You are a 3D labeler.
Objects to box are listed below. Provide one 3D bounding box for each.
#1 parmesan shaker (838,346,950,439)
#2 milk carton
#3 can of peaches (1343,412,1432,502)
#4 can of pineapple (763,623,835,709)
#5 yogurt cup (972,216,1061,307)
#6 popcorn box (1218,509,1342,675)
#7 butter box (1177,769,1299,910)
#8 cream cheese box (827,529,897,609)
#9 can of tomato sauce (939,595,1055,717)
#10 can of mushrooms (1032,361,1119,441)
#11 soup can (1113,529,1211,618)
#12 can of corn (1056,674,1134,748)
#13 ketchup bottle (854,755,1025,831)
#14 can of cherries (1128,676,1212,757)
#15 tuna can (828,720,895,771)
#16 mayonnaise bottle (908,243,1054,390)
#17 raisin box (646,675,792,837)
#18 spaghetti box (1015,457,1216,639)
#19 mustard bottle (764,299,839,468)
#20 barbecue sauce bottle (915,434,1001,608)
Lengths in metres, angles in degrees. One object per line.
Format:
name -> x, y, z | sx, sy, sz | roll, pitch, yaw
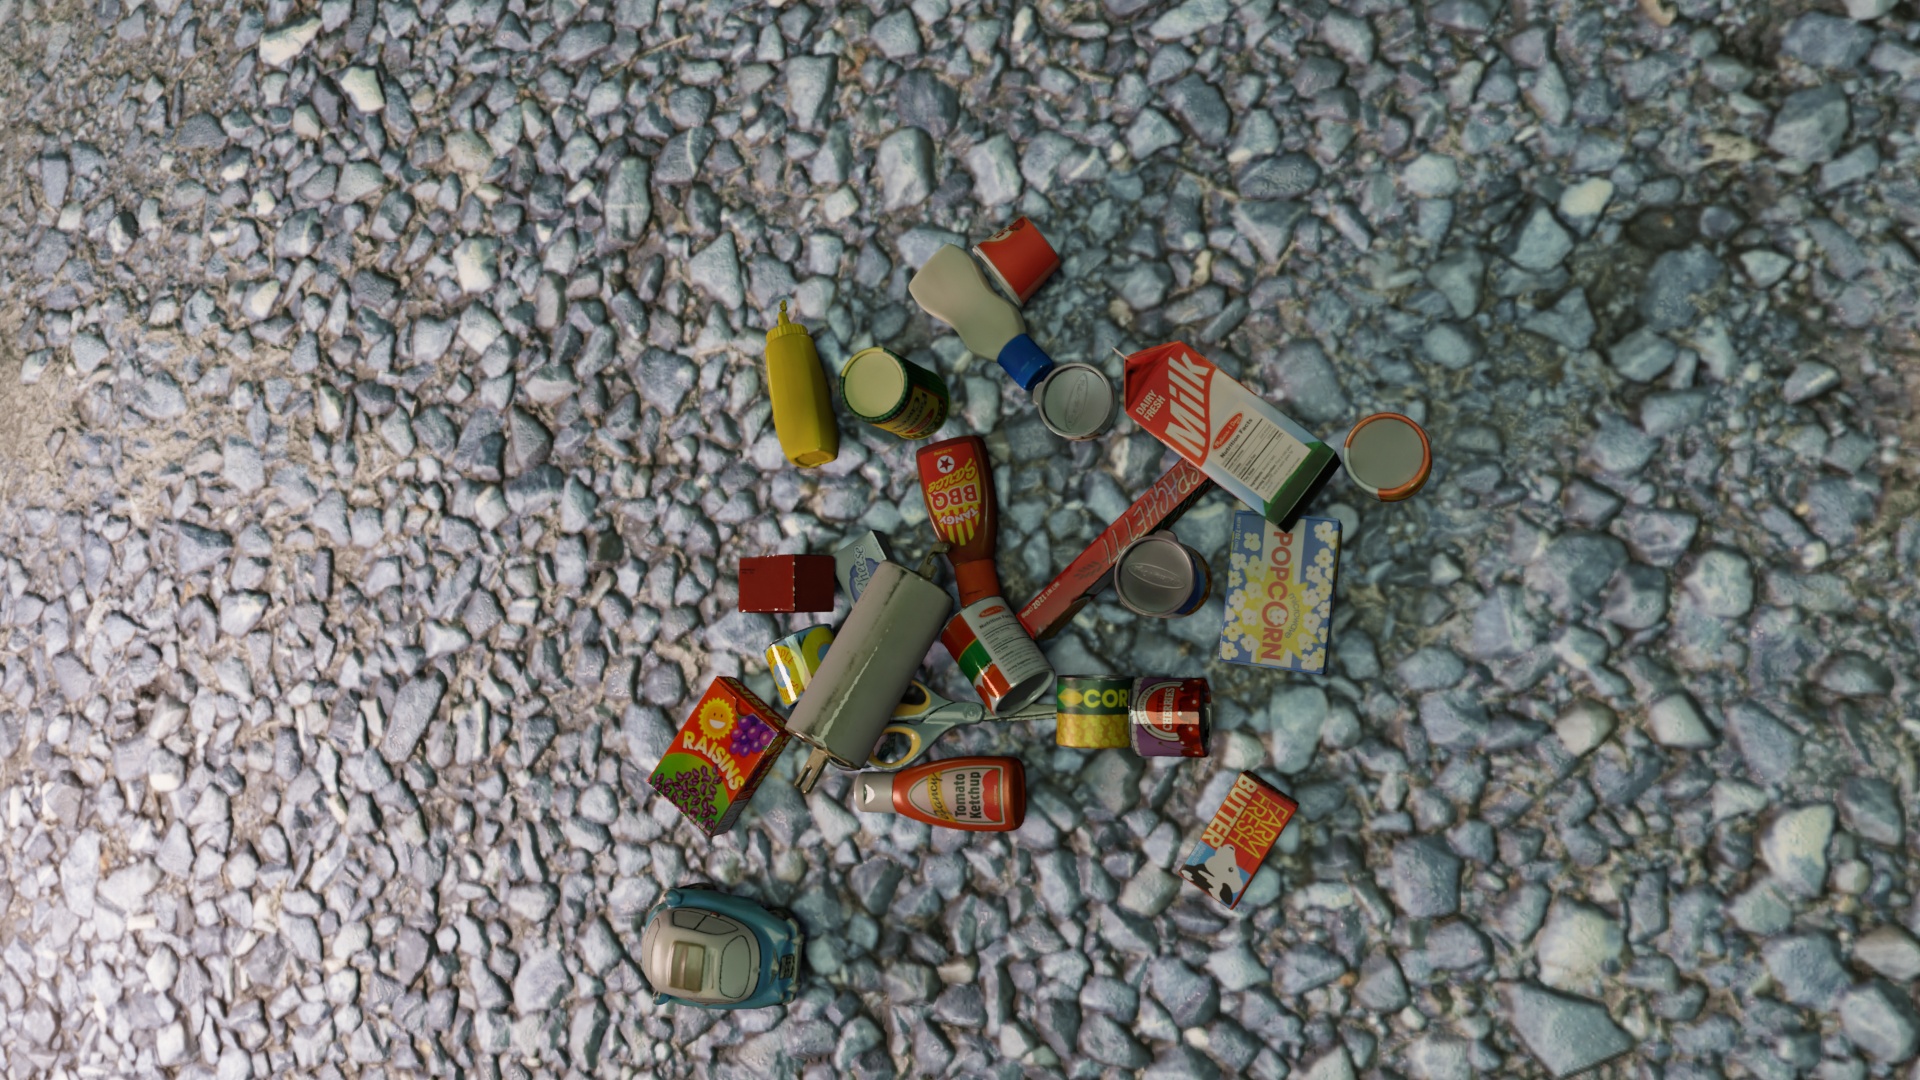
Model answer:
parmesan shaker -> -0.060, -0.127, 1.231 | 0.071, 0.103, 0.071 | -2, 86, 20
milk carton -> 0.200, -0.093, 1.098 | 0.191, 0.072, 0.073 | 39, 98, 18
can of peaches -> 0.342, -0.068, 1.105 | 0.071, 0.058, 0.071 | -2, 85, 20
can of pineapple -> -0.139, 0.115, 1.256 | 0.071, 0.071, 0.058 | -27, 77, 16
yogurt cup -> 0.052, -0.248, 1.223 | 0.054, 0.072, 0.072 | -39, 74, 5
popcorn box -> 0.262, 0.042, 1.135 | 0.085, 0.038, 0.126 | 6, 88, 21
butter box -> 0.228, 0.244, 1.137 | 0.053, 0.024, 0.103 | 33, 97, 20
cream cheese box -> -0.074, 0.048, 1.263 | 0.053, 0.024, 0.104 | -32, 75, 16
can of tomato sauce -> 0.032, 0.100, 1.190 | 0.071, 0.071, 0.083 | -42, 64, 12
can of mushrooms -> 0.101, -0.121, 1.210 | 0.071, 0.033, 0.071 | -1, 86, 20
soup can -> 0.169, 0.029, 1.145 | 0.071, 0.084, 0.071 | -2, 85, 19
can of corn -> 0.114, 0.143, 1.163 | 0.071, 0.071, 0.058 | -1, 86, 20
ketchup bottle -> -0.019, 0.221, 1.218 | 0.149, 0.043, 0.065 | -3, 85, 20
can of cherries -> 0.173, 0.145, 1.141 | 0.058, 0.071, 0.071 | -2, 85, 20
tuna can -> -0.092, 0.174, 1.253 | 0.071, 0.033, 0.071 | -2, 85, 20
mayonnaise bottle -> 0.022, -0.196, 1.242 | 0.064, 0.041, 0.148 | -46, 74, 13
raisin box -> -0.224, 0.200, 1.295 | 0.086, 0.040, 0.123 | 37, 97, 20
spaghetti box -> 0.149, -0.009, 1.174 | 0.249, 0.050, 0.029 | -44, 74, 11
mustard bottle -> -0.152, -0.149, 1.290 | 0.049, 0.065, 0.160 | -17, 74, 13
barbecue sauce bottle -> 0.004, -0.015, 1.230 | 0.065, 0.043, 0.148 | -14, 81, 17
